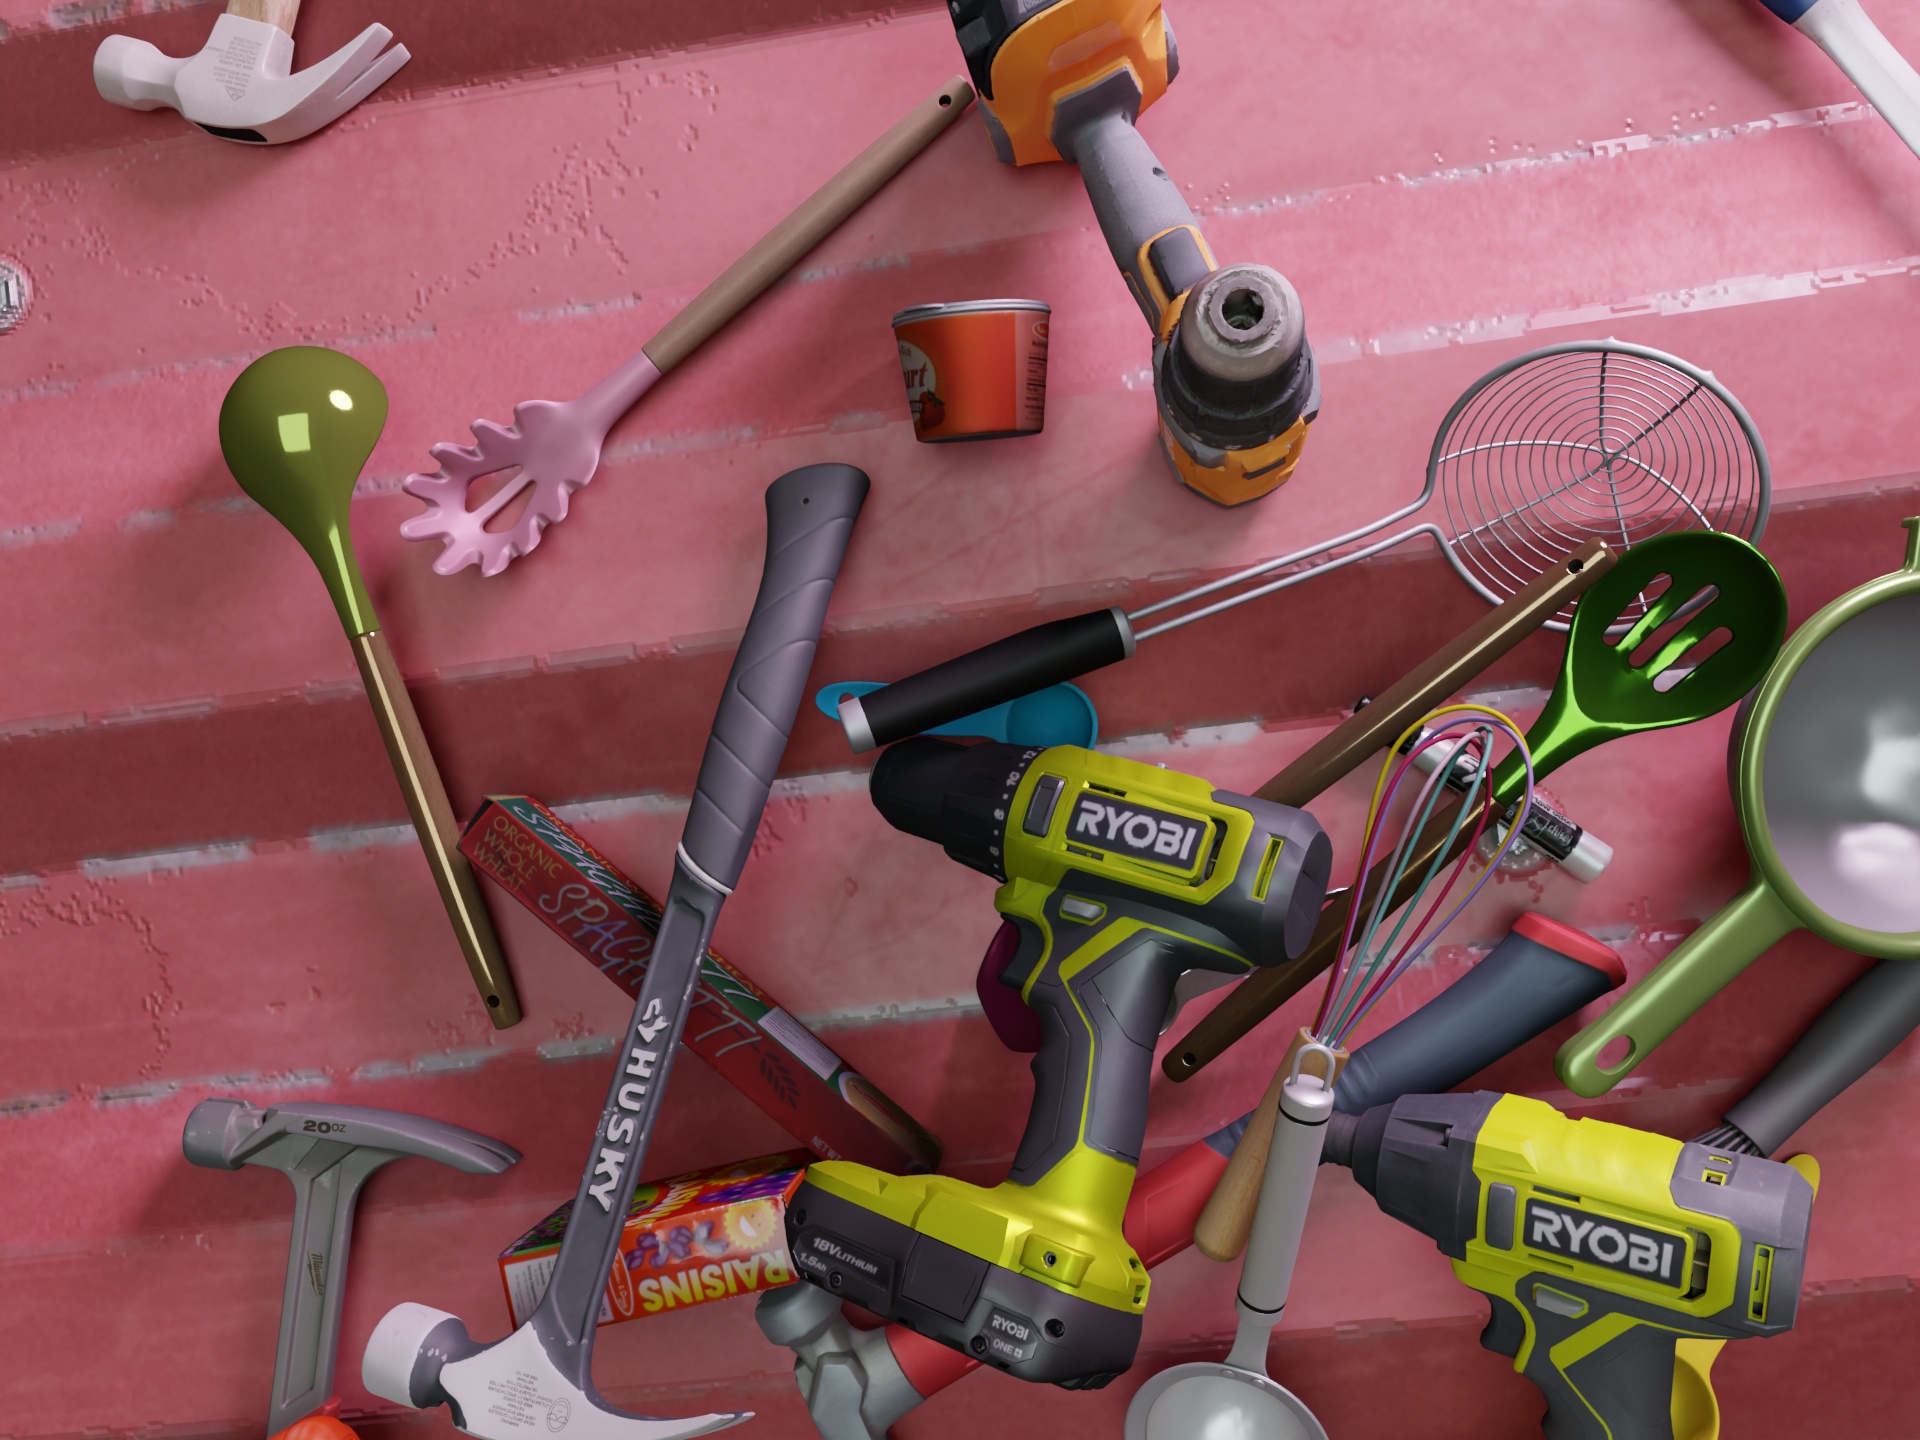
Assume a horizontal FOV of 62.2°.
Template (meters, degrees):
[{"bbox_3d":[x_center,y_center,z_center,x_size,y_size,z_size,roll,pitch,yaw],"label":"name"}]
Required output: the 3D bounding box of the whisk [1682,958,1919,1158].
[{"bbox_3d":[0.319,0.167,0.652,0.239,0.055,0.055,-42,86,0],"label":"whisk"}]

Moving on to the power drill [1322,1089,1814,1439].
[{"bbox_3d":[0.217,0.257,0.608,0.171,0.080,0.223,8,103,31],"label":"power drill"}]

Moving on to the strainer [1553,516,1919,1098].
[{"bbox_3d":[0.326,0.050,0.634,0.256,0.069,0.151,-43,100,3],"label":"strainer"}]

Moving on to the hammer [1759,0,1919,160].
[{"bbox_3d":[0.356,-0.284,0.655,0.144,0.035,0.405,-39,86,4],"label":"hammer"}]

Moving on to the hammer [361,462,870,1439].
[{"bbox_3d":[-0.105,0.079,0.640,0.149,0.036,0.409,9,73,19],"label":"hammer"}]

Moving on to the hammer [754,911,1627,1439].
[{"bbox_3d":[0.112,0.209,0.671,0.386,0.038,0.143,-31,94,3],"label":"hammer"}]

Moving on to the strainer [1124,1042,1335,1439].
[{"bbox_3d":[0.118,0.233,0.624,0.087,0.050,0.258,14,115,16],"label":"strainer"}]

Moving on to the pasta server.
[{"bbox_3d":[-0.117,-0.177,0.702,0.316,0.040,0.060,-40,98,3],"label":"pasta server"}]

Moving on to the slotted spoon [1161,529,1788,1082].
[{"bbox_3d":[0.194,0.045,0.641,0.070,0.031,0.313,47,108,8],"label":"slotted spoon"}]

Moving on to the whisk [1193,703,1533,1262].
[{"bbox_3d":[0.149,0.104,0.619,0.047,0.051,0.245,22,102,-10],"label":"whisk"}]

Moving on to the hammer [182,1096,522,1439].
[{"bbox_3d":[-0.294,0.355,0.716,0.149,0.036,0.359,7,90,6],"label":"hammer"}]

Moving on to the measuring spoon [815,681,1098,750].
[{"bbox_3d":[-0.001,-0.002,0.702,0.128,0.021,0.042,7,91,15],"label":"measuring spoon"}]

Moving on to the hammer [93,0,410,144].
[{"bbox_3d":[-0.289,-0.426,0.725,0.130,0.031,0.331,16,91,6],"label":"hammer"}]

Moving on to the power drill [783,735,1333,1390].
[{"bbox_3d":[0.021,0.117,0.619,0.191,0.080,0.228,14,75,27],"label":"power drill"}]

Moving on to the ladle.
[{"bbox_3d":[-0.254,-0.014,0.719,0.078,0.062,0.320,-18,94,8],"label":"ladle"}]

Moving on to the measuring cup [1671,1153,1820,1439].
[{"bbox_3d":[0.309,0.246,0.665,0.062,0.029,0.156,37,81,4],"label":"measuring cup"}]

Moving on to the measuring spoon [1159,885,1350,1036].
[{"bbox_3d":[0.116,0.100,0.688,0.124,0.018,0.034,-27,112,-1],"label":"measuring spoon"}]

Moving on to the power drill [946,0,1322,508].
[{"bbox_3d":[0.072,-0.199,0.611,0.084,0.185,0.226,-25,84,7],"label":"power drill"}]

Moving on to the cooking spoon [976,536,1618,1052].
[{"bbox_3d":[0.128,0.033,0.646,0.319,0.017,0.069,-40,58,19],"label":"cooking spoon"}]

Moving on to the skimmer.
[{"bbox_3d":[0.128,-0.047,0.629,0.363,0.090,0.127,-20,115,-3],"label":"skimmer"}]
